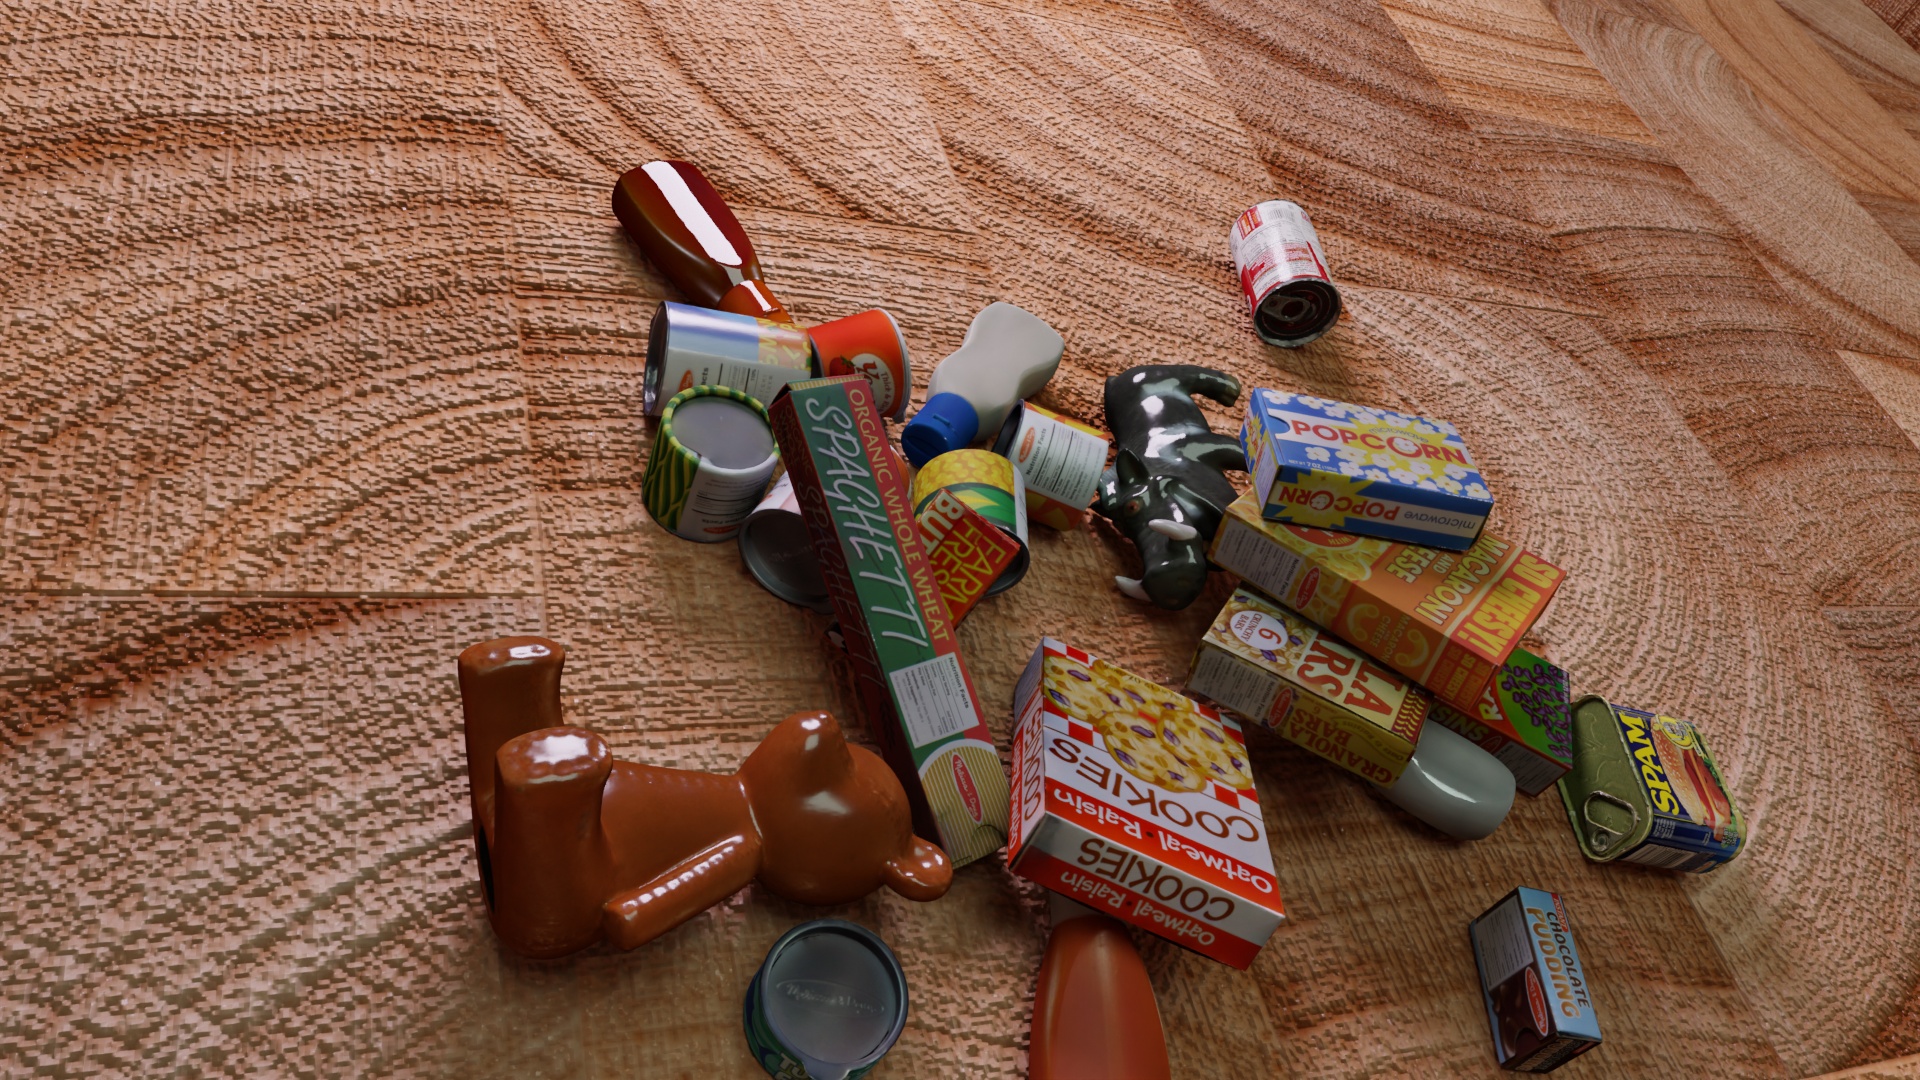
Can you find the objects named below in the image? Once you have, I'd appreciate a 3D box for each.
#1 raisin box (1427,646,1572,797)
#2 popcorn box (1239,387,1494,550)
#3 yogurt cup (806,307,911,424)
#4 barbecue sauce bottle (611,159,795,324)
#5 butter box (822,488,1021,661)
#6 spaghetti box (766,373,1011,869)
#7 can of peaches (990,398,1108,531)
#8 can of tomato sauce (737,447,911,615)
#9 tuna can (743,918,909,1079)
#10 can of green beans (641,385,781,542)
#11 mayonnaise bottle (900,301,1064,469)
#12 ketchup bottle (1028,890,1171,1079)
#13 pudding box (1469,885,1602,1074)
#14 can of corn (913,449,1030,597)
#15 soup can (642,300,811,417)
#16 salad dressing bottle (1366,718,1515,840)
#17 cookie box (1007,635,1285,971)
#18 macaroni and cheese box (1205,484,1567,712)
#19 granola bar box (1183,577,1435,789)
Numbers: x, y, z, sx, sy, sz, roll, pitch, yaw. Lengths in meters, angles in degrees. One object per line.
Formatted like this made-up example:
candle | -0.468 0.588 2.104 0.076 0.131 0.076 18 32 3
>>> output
raisin box | 0.320 0.094 0.876 0.123 0.039 0.086 28 45 -4
popcorn box | 0.231 -0.042 0.800 0.127 0.038 0.085 9 37 -6
yogurt cup | -0.068 -0.104 0.840 0.054 0.072 0.072 -13 58 -25
barbecue sauce bottle | -0.157 -0.175 0.871 0.065 0.043 0.149 -22 64 -38
butter box | -0.020 0.027 0.732 0.053 0.024 0.103 39 88 8
spaghetti box | -0.033 0.037 0.692 0.050 0.028 0.250 -14 81 -37
can of peaches | 0.050 -0.045 0.847 0.058 0.071 0.071 21 46 -9
can of tomato sauce | -0.071 -0.013 0.757 0.071 0.070 0.083 31 44 1
tuna can | -0.058 0.203 0.597 0.071 0.032 0.071 14 47 -15
can of green beans | -0.135 -0.042 0.755 0.071 0.057 0.071 14 47 -15
mayonnaise bottle | 0.011 -0.098 0.890 0.065 0.041 0.149 32 46 7
ketchup bottle | 0.062 0.215 0.639 0.065 0.043 0.149 15 47 -16
pudding box | 0.303 0.234 0.738 0.030 0.049 0.084 14 46 -13
can of corn | 0.003 -0.010 0.790 0.071 0.070 0.058 13 46 -16
soup can | -0.135 -0.100 0.801 0.084 0.071 0.072 7 49 -22
salad dressing bottle | 0.248 0.121 0.815 0.148 0.043 0.064 29 38 3
cookie box | 0.087 0.125 0.693 0.123 0.040 0.168 24 23 -7
macaroni and cheese box | 0.245 0.014 0.798 0.167 0.040 0.124 33 40 23
granola bar box | 0.218 0.055 0.804 0.124 0.038 0.166 27 38 15
